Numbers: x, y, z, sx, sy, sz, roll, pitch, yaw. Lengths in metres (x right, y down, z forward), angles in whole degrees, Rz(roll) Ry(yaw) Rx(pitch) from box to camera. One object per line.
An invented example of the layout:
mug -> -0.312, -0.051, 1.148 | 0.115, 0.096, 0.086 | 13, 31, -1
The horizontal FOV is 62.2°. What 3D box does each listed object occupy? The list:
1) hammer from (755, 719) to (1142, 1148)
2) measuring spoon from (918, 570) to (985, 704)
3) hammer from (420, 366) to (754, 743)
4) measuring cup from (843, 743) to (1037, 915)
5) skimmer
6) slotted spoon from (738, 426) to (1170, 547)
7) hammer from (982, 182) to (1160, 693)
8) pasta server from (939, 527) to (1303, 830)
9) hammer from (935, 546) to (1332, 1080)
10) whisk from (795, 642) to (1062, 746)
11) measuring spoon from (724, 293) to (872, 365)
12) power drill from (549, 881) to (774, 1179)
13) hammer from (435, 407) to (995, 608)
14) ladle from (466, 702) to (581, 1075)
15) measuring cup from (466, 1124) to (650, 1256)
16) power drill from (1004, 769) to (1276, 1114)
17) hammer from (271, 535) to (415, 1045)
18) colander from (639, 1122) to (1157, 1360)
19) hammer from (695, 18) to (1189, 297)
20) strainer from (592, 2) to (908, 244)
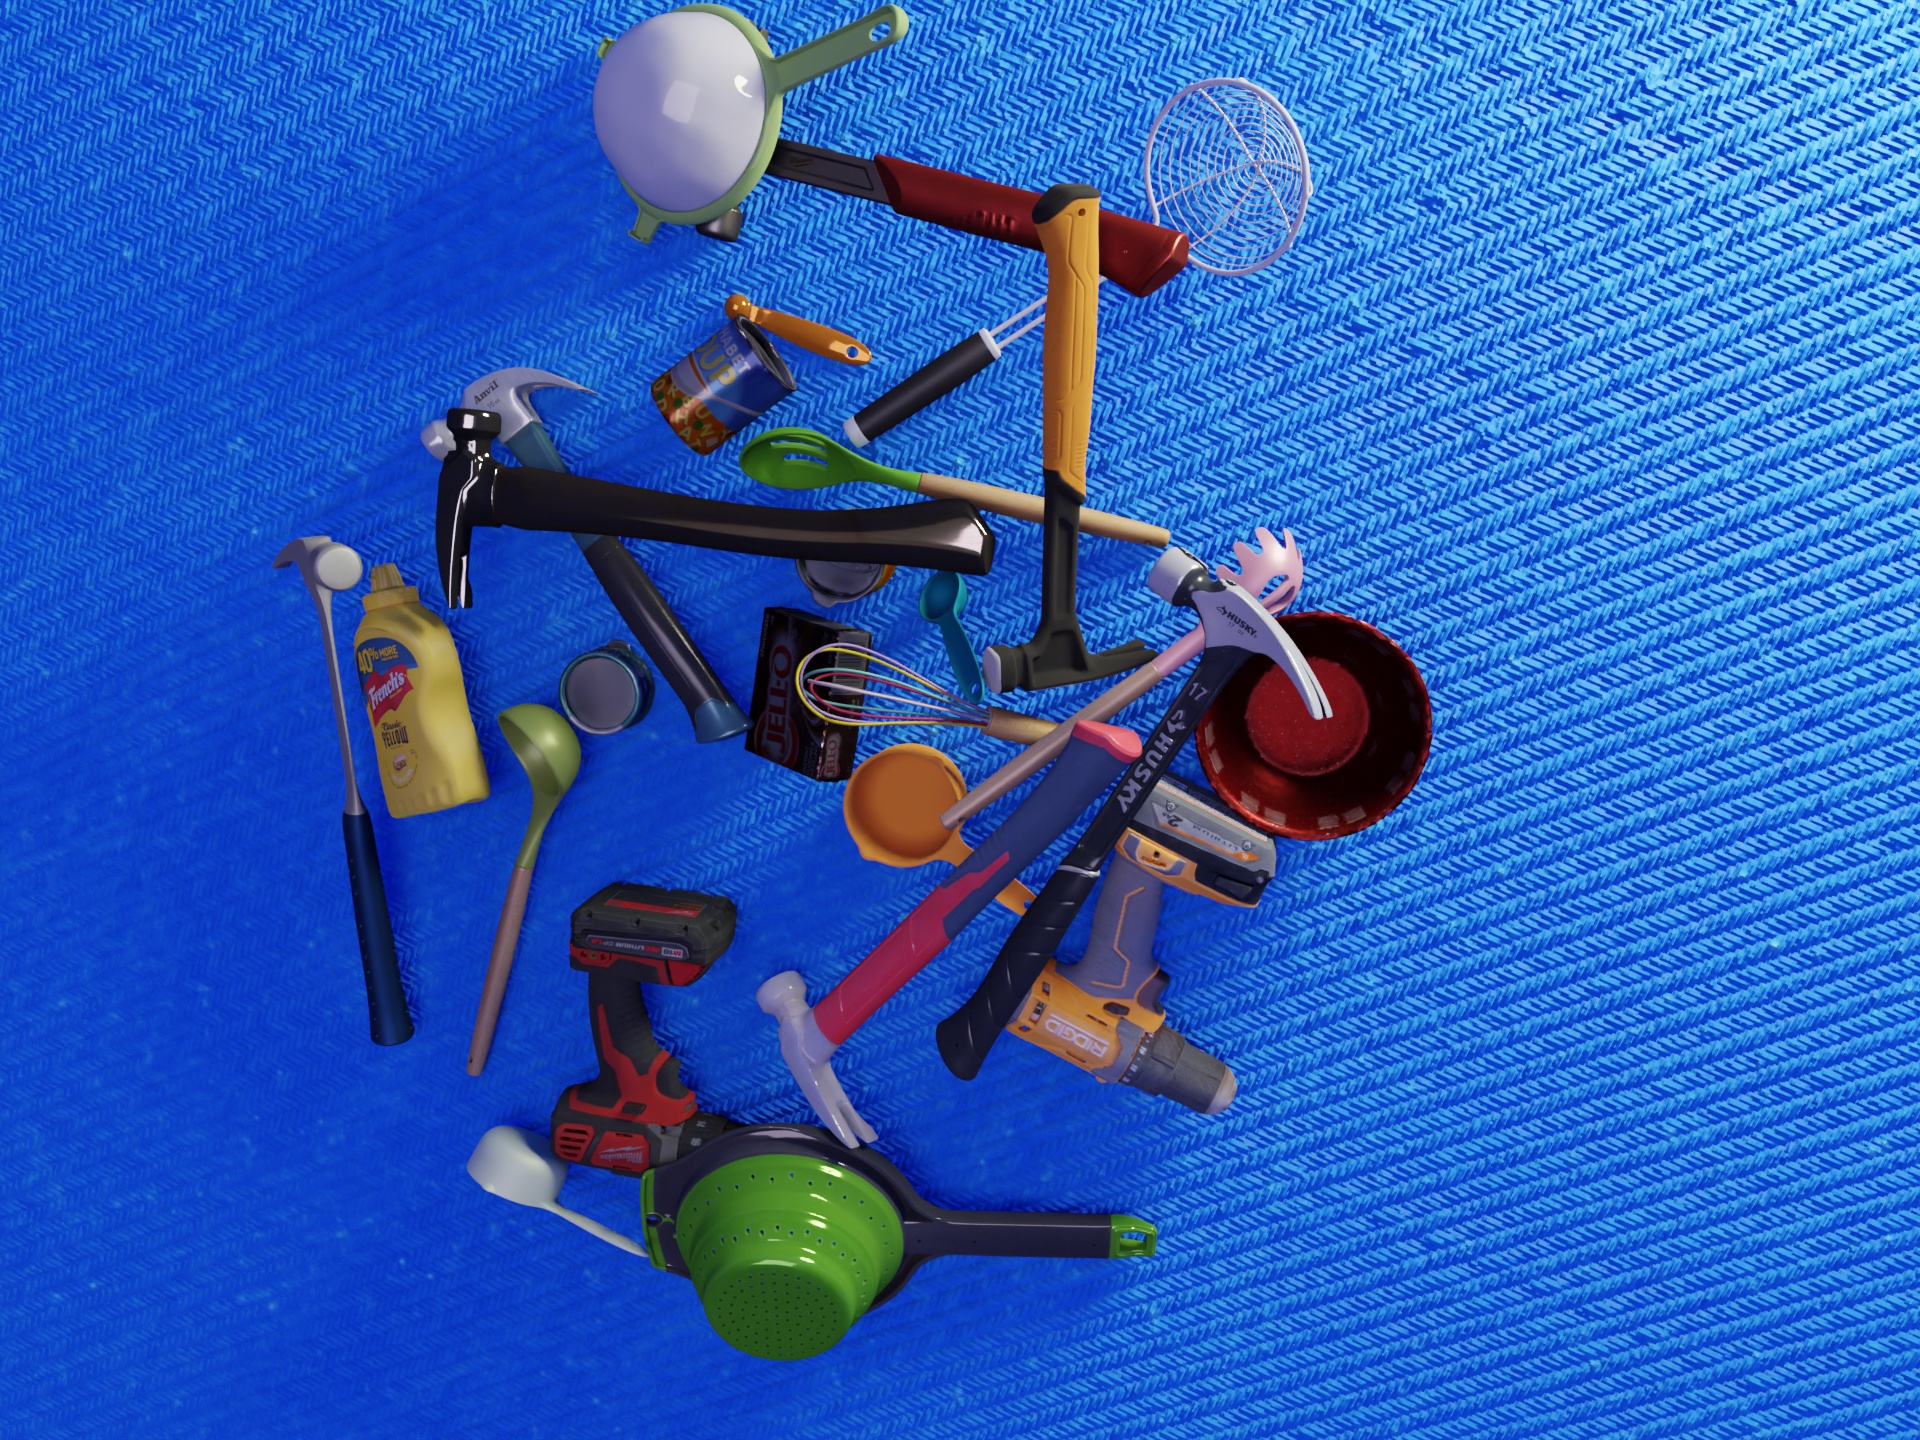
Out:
hammer -> -0.001, 0.145, 1.115 | 0.386, 0.038, 0.143 | -47, 65, 29
measuring spoon -> 0.002, -0.056, 1.134 | 0.042, 0.021, 0.129 | -41, 46, 24
hammer -> -0.262, -0.120, 1.182 | 0.128, 0.033, 0.331 | -36, 86, 12
measuring cup -> -0.005, 0.086, 1.174 | 0.173, 0.052, 0.095 | 37, 104, 2
skimmer -> 0.067, -0.294, 1.085 | 0.363, 0.090, 0.127 | -31, 93, 12
slotted spoon -> -0.004, -0.164, 1.144 | 0.314, 0.070, 0.031 | 13, 63, 2
hammer -> 0.077, -0.181, 1.056 | 0.127, 0.034, 0.336 | -10, 117, -20
pasta server -> 0.113, -0.023, 1.114 | 0.316, 0.040, 0.060 | -36, 129, 6
hammer -> 0.096, 0.090, 1.089 | 0.149, 0.036, 0.408 | 41, 113, 24
whisk -> -0.002, -0.001, 1.123 | 0.244, 0.047, 0.051 | 14, 135, -21
measuring spoon -> -0.119, -0.284, 1.157 | 0.117, 0.011, 0.021 | 22, 102, 5
power drill -> -0.219, 0.251, 1.226 | 0.188, 0.080, 0.226 | 7, 103, 8
hammer -> -0.179, -0.130, 1.123 | 0.410, 0.038, 0.146 | 8, 98, 13
ladle -> -0.356, 0.137, 1.239 | 0.078, 0.062, 0.320 | 29, 109, 39
measuring cup -> -0.308, 0.367, 1.247 | 0.168, 0.083, 0.038 | 23, 87, 16
power drill -> 0.150, 0.167, 1.152 | 0.185, 0.084, 0.226 | 28, 107, 4
hammer -> -0.470, 0.057, 1.230 | 0.035, 0.144, 0.405 | -13, 109, -33
colander -> -0.050, 0.410, 1.190 | 0.397, 0.095, 0.204 | 1, 119, 2
hammer -> -0.015, -0.364, 1.076 | 0.359, 0.036, 0.149 | 20, 103, 20
strainer -> -0.157, -0.432, 1.069 | 0.256, 0.069, 0.151 | -10, 89, 30
